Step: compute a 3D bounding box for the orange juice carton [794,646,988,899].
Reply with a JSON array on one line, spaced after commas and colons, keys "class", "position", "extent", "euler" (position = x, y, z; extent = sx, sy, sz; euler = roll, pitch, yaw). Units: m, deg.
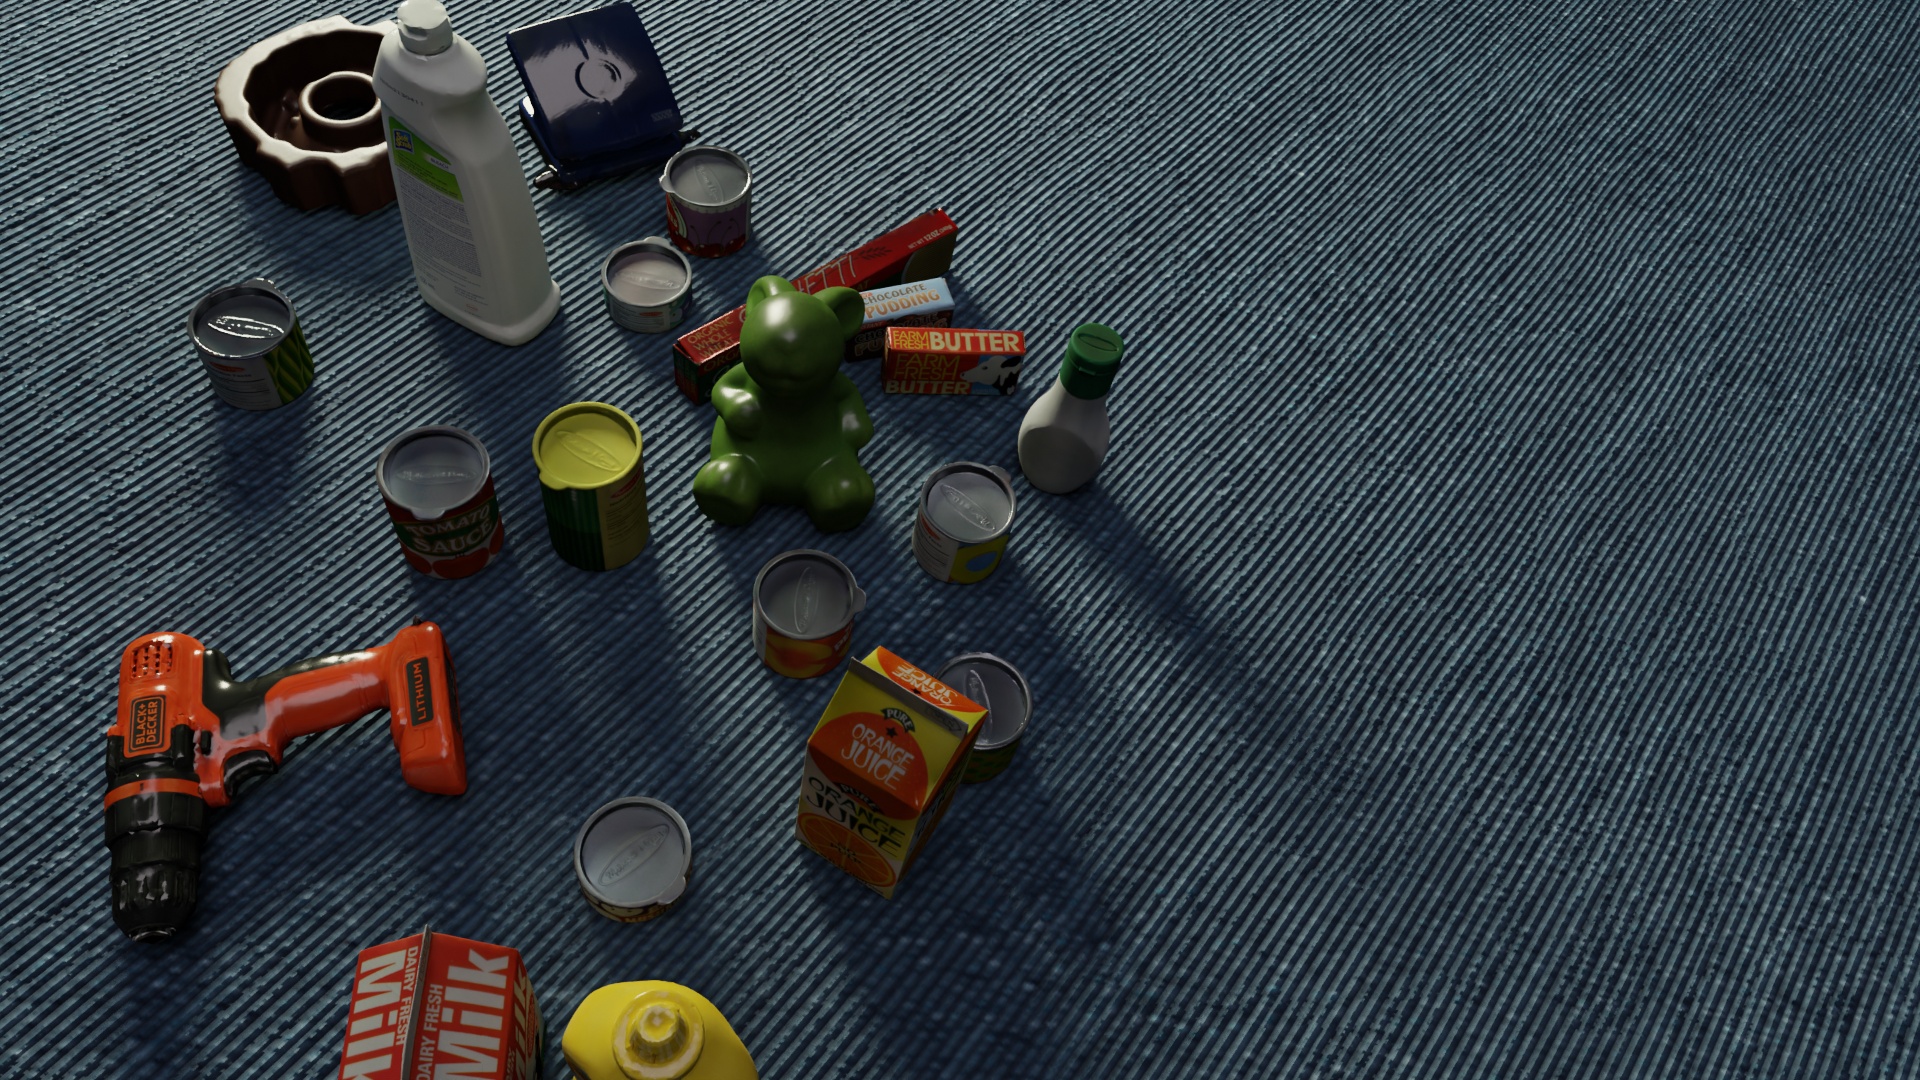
[{"class": "orange juice carton", "position": [-0.040, 0.126, 0.781], "extent": [0.072, 0.191, 0.073], "euler": [31, 58, 9]}]

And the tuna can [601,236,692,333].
[{"class": "tuna can", "position": [-0.234, -0.192, 1.043], "extent": [0.071, 0.032, 0.071], "euler": [5, 57, -7]}]

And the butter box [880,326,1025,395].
[{"class": "butter box", "position": [-0.006, -0.133, 1.035], "extent": [0.103, 0.052, 0.024], "euler": [0, 58, -10]}]

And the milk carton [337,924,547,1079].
[{"class": "milk carton", "position": [-0.247, 0.247, 0.667], "extent": [0.073, 0.189, 0.072], "euler": [1, 58, -9]}]

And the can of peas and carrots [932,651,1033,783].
[{"class": "can of peas and carrots", "position": [0.006, 0.113, 0.877], "extent": [0.071, 0.058, 0.071], "euler": [5, 57, -7]}]

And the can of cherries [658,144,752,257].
[{"class": "can of cherries", "position": [-0.198, -0.263, 1.079], "extent": [0.071, 0.058, 0.072], "euler": [5, 57, -7]}]

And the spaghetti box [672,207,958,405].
[{"class": "spaghetti box", "position": [-0.105, -0.179, 1.048], "extent": [0.251, 0.050, 0.029], "euler": [-34, 69, -27]}]

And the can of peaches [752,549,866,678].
[{"class": "can of peaches", "position": [-0.099, 0.049, 0.899], "extent": [0.071, 0.057, 0.071], "euler": [5, 57, -7]}]

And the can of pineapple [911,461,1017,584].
[{"class": "can of pineapple", "position": [0.003, -0.012, 0.957], "extent": [0.071, 0.057, 0.071], "euler": [5, 57, -7]}]

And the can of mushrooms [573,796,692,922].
[{"class": "can of mushrooms", "position": [-0.188, 0.188, 0.809], "extent": [0.071, 0.033, 0.071], "euler": [5, 57, -7]}]

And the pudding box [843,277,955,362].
[{"class": "pudding box", "position": [-0.049, -0.167, 1.051], "extent": [0.084, 0.049, 0.030], "euler": [-13, 61, -18]}]

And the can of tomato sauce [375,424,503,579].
[{"class": "can of tomato sauce", "position": [-0.330, -0.021, 0.887], "extent": [0.071, 0.082, 0.071], "euler": [5, 57, -7]}]

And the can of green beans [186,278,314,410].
[{"class": "can of green beans", "position": [-0.480, -0.131, 0.944], "extent": [0.071, 0.057, 0.071], "euler": [5, 57, -7]}]

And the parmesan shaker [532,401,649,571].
[{"class": "parmesan shaker", "position": [-0.239, -0.031, 0.897], "extent": [0.071, 0.102, 0.071], "euler": [5, 57, -7]}]

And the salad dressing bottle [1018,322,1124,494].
[{"class": "salad dressing bottle", "position": [0.079, -0.090, 0.967], "extent": [0.064, 0.147, 0.044], "euler": [21, 57, 3]}]
